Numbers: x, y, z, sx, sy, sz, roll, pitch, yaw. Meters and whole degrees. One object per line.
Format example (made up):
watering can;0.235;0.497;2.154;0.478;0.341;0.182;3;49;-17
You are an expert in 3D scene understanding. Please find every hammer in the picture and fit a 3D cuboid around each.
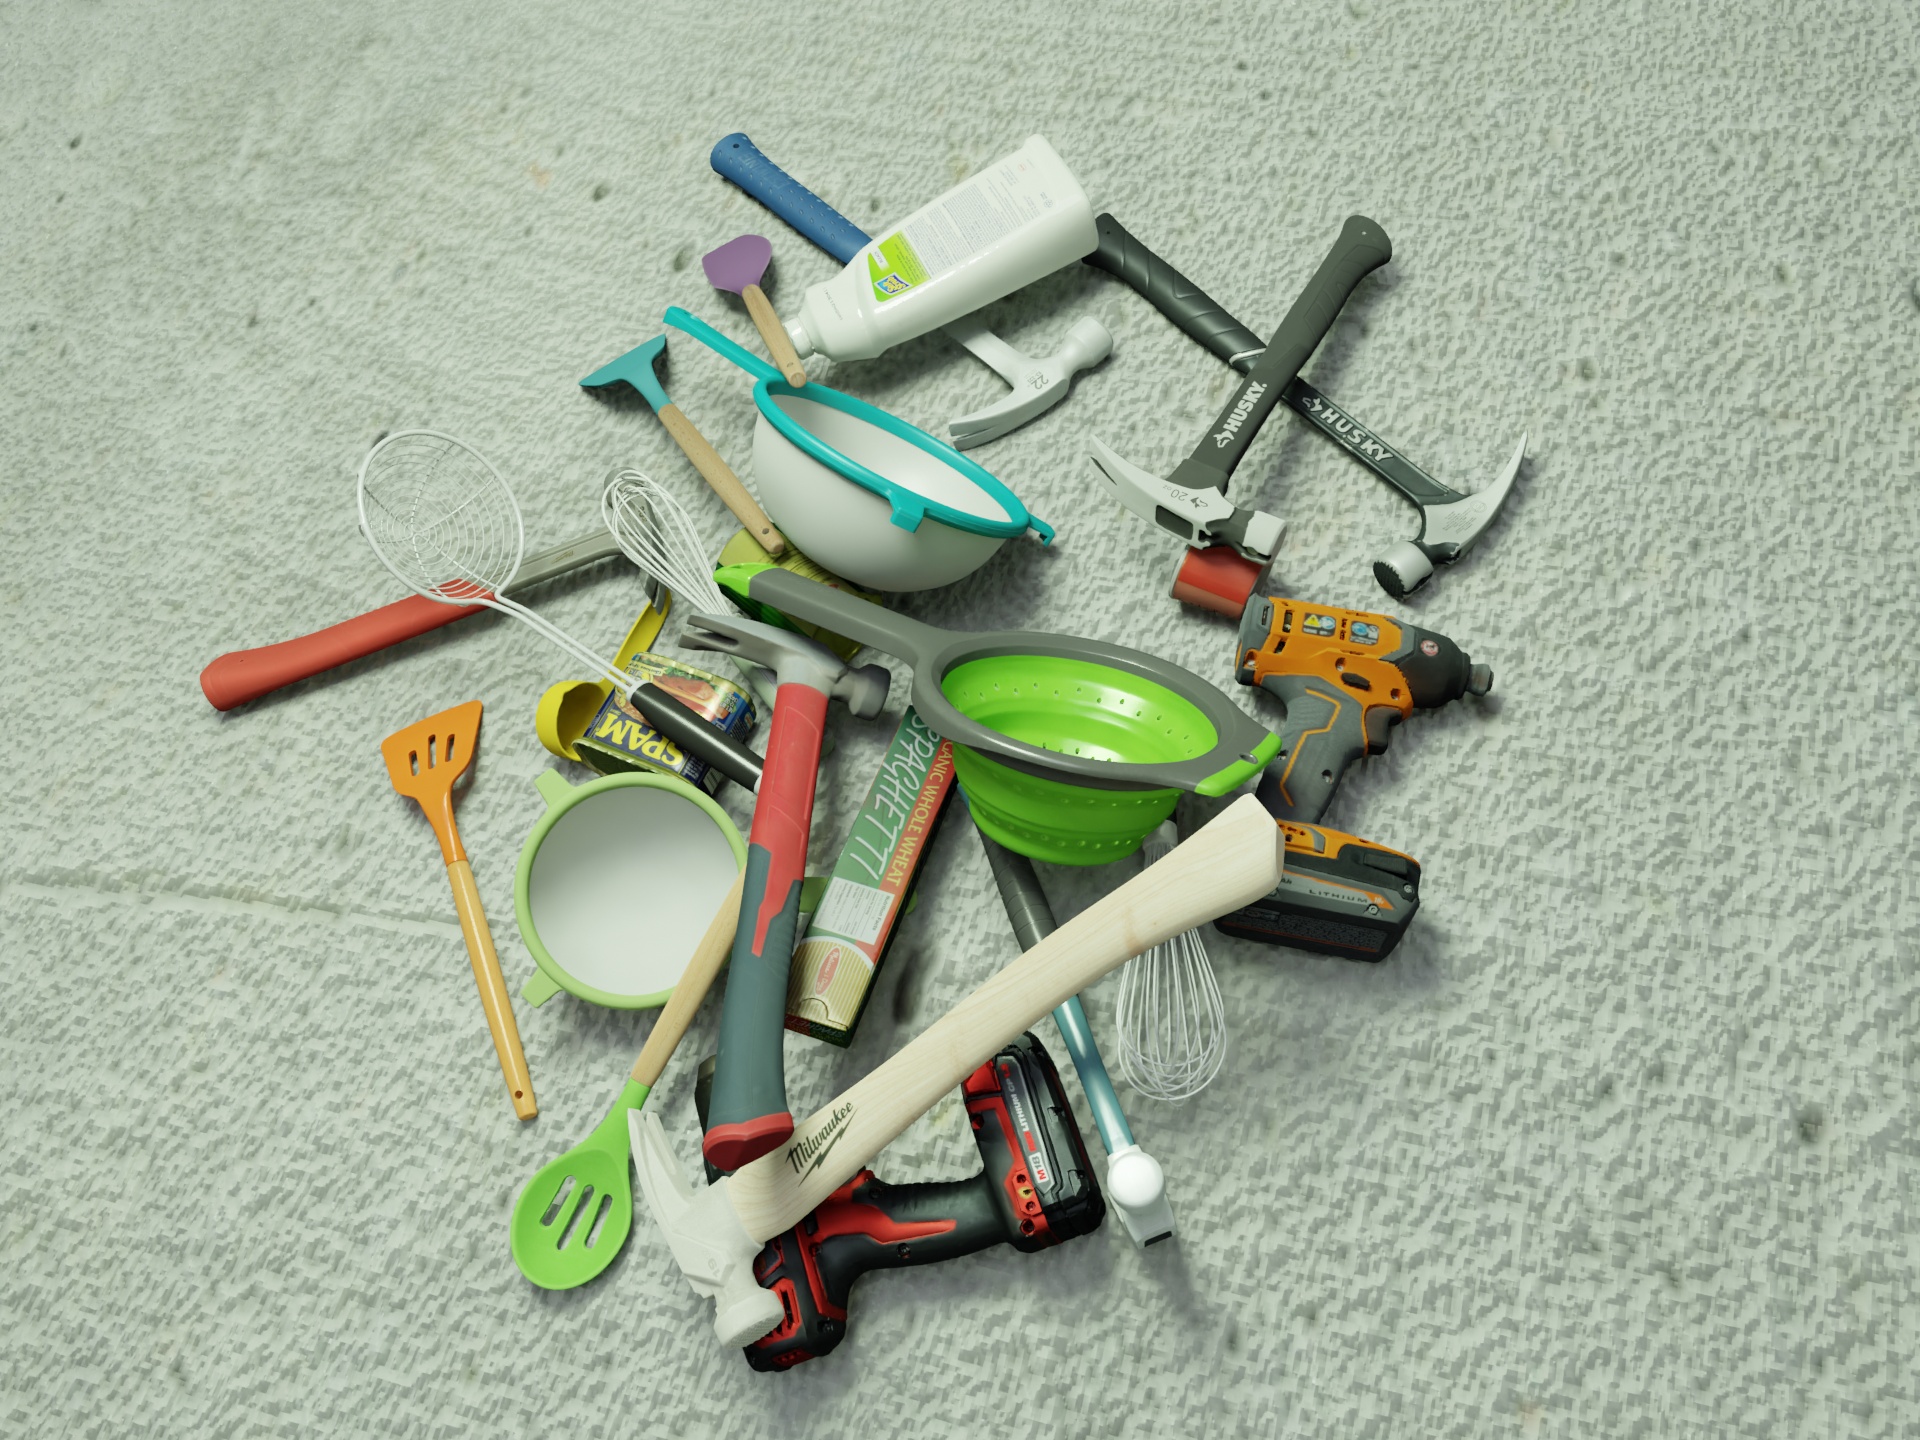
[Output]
hammer;0.000;0.168;0.883;0.410;0.038;0.146;-37;63;5
hammer;-0.124;0.083;0.943;0.143;0.038;0.387;18;42;-14
hammer;0.059;0.159;0.960;0.033;0.128;0.331;-21;53;-1
hammer;-0.069;-0.363;1.282;0.144;0.035;0.406;-42;64;-12
hammer;0.233;-0.260;1.175;0.149;0.036;0.409;-38;63;-10
hammer;0.218;-0.251;1.122;0.146;0.035;0.335;25;60;18
hammer;-0.393;-0.077;1.187;0.359;0.036;0.149;-21;47;2

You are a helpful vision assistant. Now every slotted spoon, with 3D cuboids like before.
slotted spoon;-0.184;0.202;0.988;0.070;0.031;0.314;27;83;4

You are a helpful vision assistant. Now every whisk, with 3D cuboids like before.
whisk;-0.167;-0.074;1.109;0.246;0.059;0.058;52;46;4
whisk;0.127;0.103;1.002;0.070;0.070;0.285;-4;58;9

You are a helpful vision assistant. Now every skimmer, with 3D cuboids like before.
skimmer;-0.257;-0.072;1.070;0.363;0.090;0.127;33;37;18

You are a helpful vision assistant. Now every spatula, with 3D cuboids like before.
spatula;-0.336;0.123;1.095;0.081;0.041;0.323;-23;66;-1
spatula;-0.153;-0.320;1.218;0.060;0.018;0.316;-28;37;1
spatula;-0.204;-0.212;1.197;0.082;0.044;0.318;-33;53;-9

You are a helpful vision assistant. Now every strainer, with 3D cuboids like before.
strainer;-0.159;0.113;1.047;0.256;0.069;0.151;3;83;-9
strainer;-0.111;-0.185;1.137;0.341;0.211;0.095;37;111;25

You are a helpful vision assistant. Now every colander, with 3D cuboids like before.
colander;-0.002;-0.003;1.008;0.397;0.094;0.204;22;27;26

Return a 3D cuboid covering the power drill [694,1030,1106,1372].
power drill;-0.047;0.258;0.944;0.226;0.080;0.188;-22;61;2

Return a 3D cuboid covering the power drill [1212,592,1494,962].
power drill;0.246;0.030;0.998;0.164;0.084;0.227;10;62;8

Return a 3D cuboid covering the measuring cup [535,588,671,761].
measuring cup;-0.256;-0.038;1.151;0.029;0.062;0.157;5;52;30
